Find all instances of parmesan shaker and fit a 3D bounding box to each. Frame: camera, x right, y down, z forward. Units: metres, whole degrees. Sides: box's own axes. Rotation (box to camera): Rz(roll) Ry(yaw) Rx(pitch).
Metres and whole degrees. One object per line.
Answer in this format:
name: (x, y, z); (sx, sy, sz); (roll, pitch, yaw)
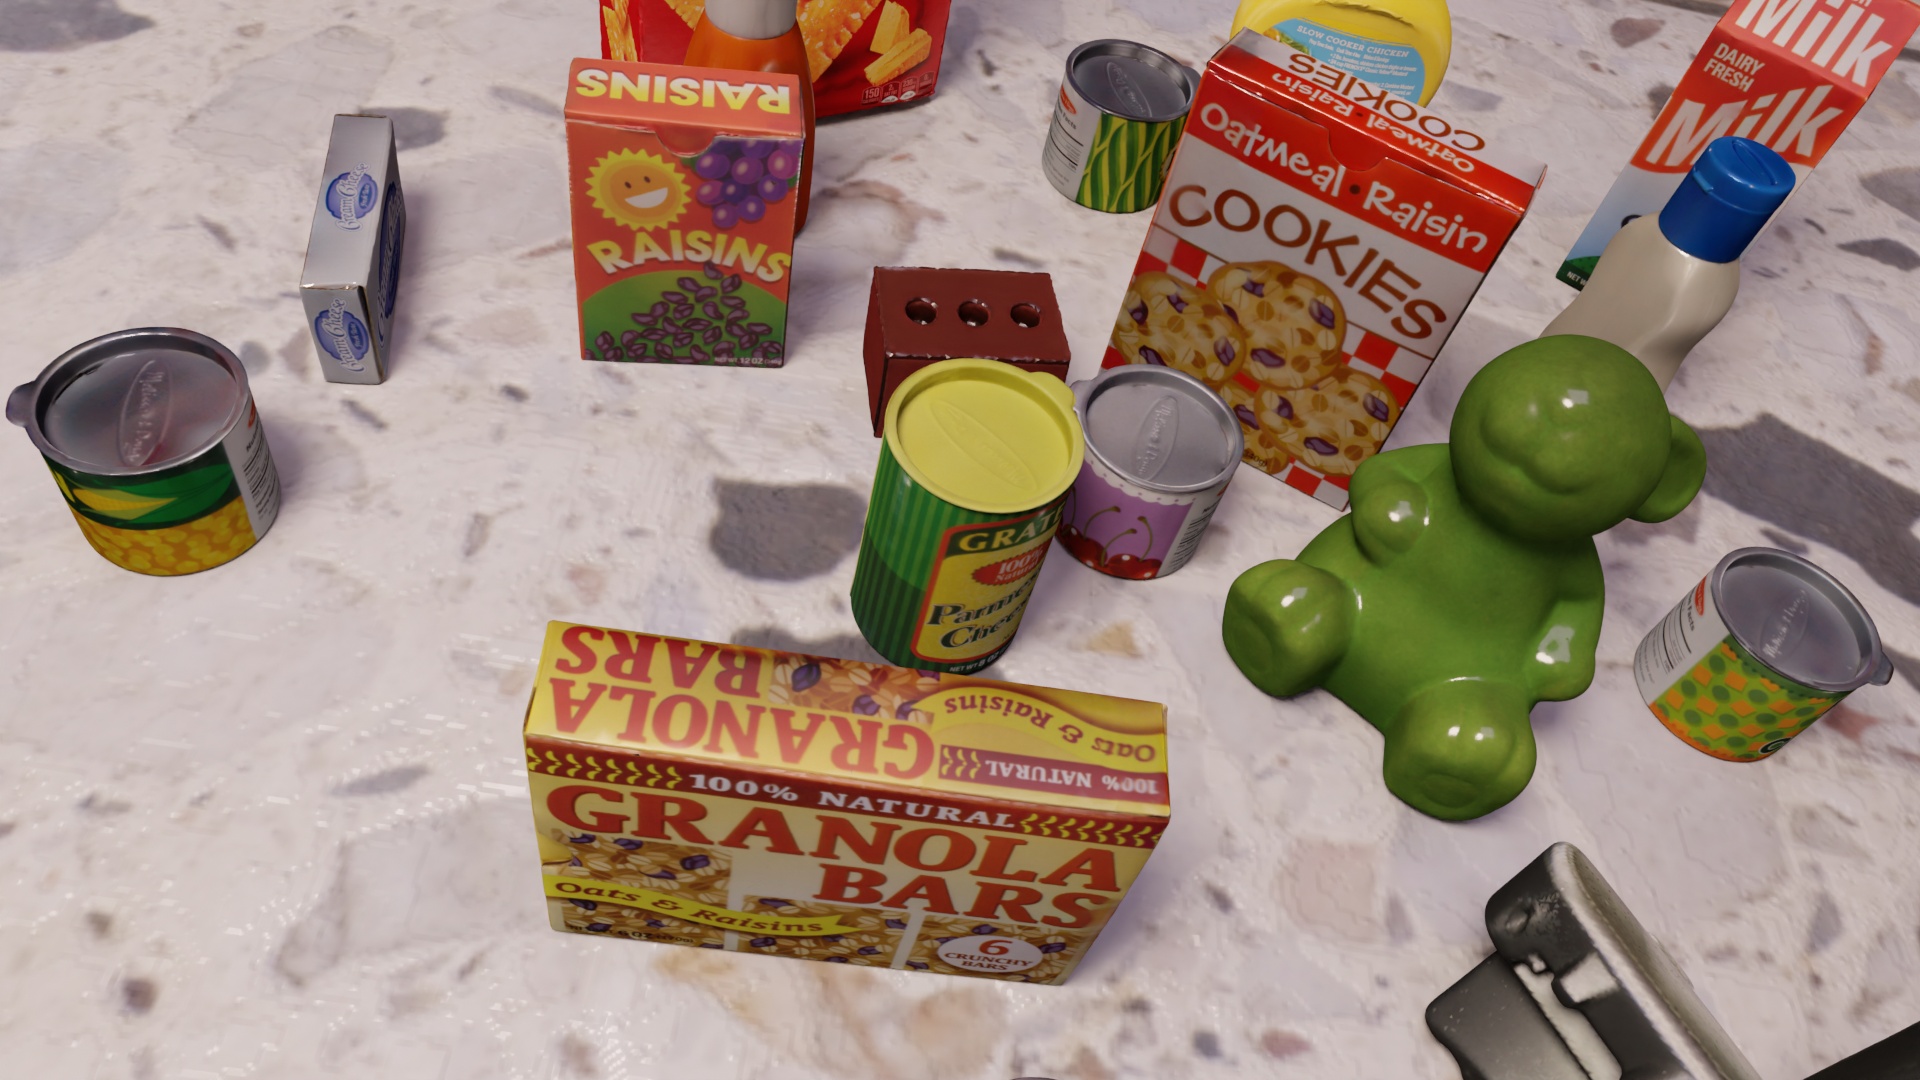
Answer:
parmesan shaker: (0.002, -0.006, 0.492); (0.071, 0.102, 0.072); (6, 52, -8)

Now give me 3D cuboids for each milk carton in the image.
milk carton: (0.374, -0.196, 0.666); (0.072, 0.189, 0.074); (36, 54, 15)

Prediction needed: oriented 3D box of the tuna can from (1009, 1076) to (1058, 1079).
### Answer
tuna can: (0.022, 0.190, 0.389); (0.071, 0.032, 0.071); (6, 52, -8)

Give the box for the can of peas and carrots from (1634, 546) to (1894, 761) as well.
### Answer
can of peas and carrots: (0.314, 0.047, 0.548); (0.071, 0.058, 0.071); (6, 52, -8)

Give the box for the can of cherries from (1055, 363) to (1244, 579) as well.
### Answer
can of cherries: (0.070, -0.028, 0.553); (0.071, 0.058, 0.072); (6, 52, -8)

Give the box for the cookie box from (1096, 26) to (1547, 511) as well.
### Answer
cookie box: (0.133, -0.101, 0.554); (0.123, 0.166, 0.040); (29, 52, 10)

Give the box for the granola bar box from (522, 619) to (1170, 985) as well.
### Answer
granola bar box: (-0.036, 0.082, 0.401); (0.166, 0.123, 0.039); (8, 52, -6)

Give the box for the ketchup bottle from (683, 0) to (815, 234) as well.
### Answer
ketchup bottle: (-0.090, -0.189, 0.585); (0.065, 0.148, 0.043); (-25, 62, -28)

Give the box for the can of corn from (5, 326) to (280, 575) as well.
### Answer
can of corn: (-0.278, -0.030, 0.478); (0.071, 0.058, 0.071); (6, 52, -8)

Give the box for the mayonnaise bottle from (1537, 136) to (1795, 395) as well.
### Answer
mayonnaise bottle: (0.302, -0.105, 0.606); (0.041, 0.147, 0.065); (-4, 54, -15)

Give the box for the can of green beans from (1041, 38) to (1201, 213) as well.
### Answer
can of green beans: (0.078, -0.206, 0.694); (0.071, 0.057, 0.071); (6, 52, -8)

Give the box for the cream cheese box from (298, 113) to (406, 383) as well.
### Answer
cream cheese box: (-0.241, -0.118, 0.557); (0.024, 0.053, 0.104); (-1, 53, -13)

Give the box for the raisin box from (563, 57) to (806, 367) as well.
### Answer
raisin box: (-0.109, -0.124, 0.547); (0.086, 0.122, 0.040); (2, 53, -11)
